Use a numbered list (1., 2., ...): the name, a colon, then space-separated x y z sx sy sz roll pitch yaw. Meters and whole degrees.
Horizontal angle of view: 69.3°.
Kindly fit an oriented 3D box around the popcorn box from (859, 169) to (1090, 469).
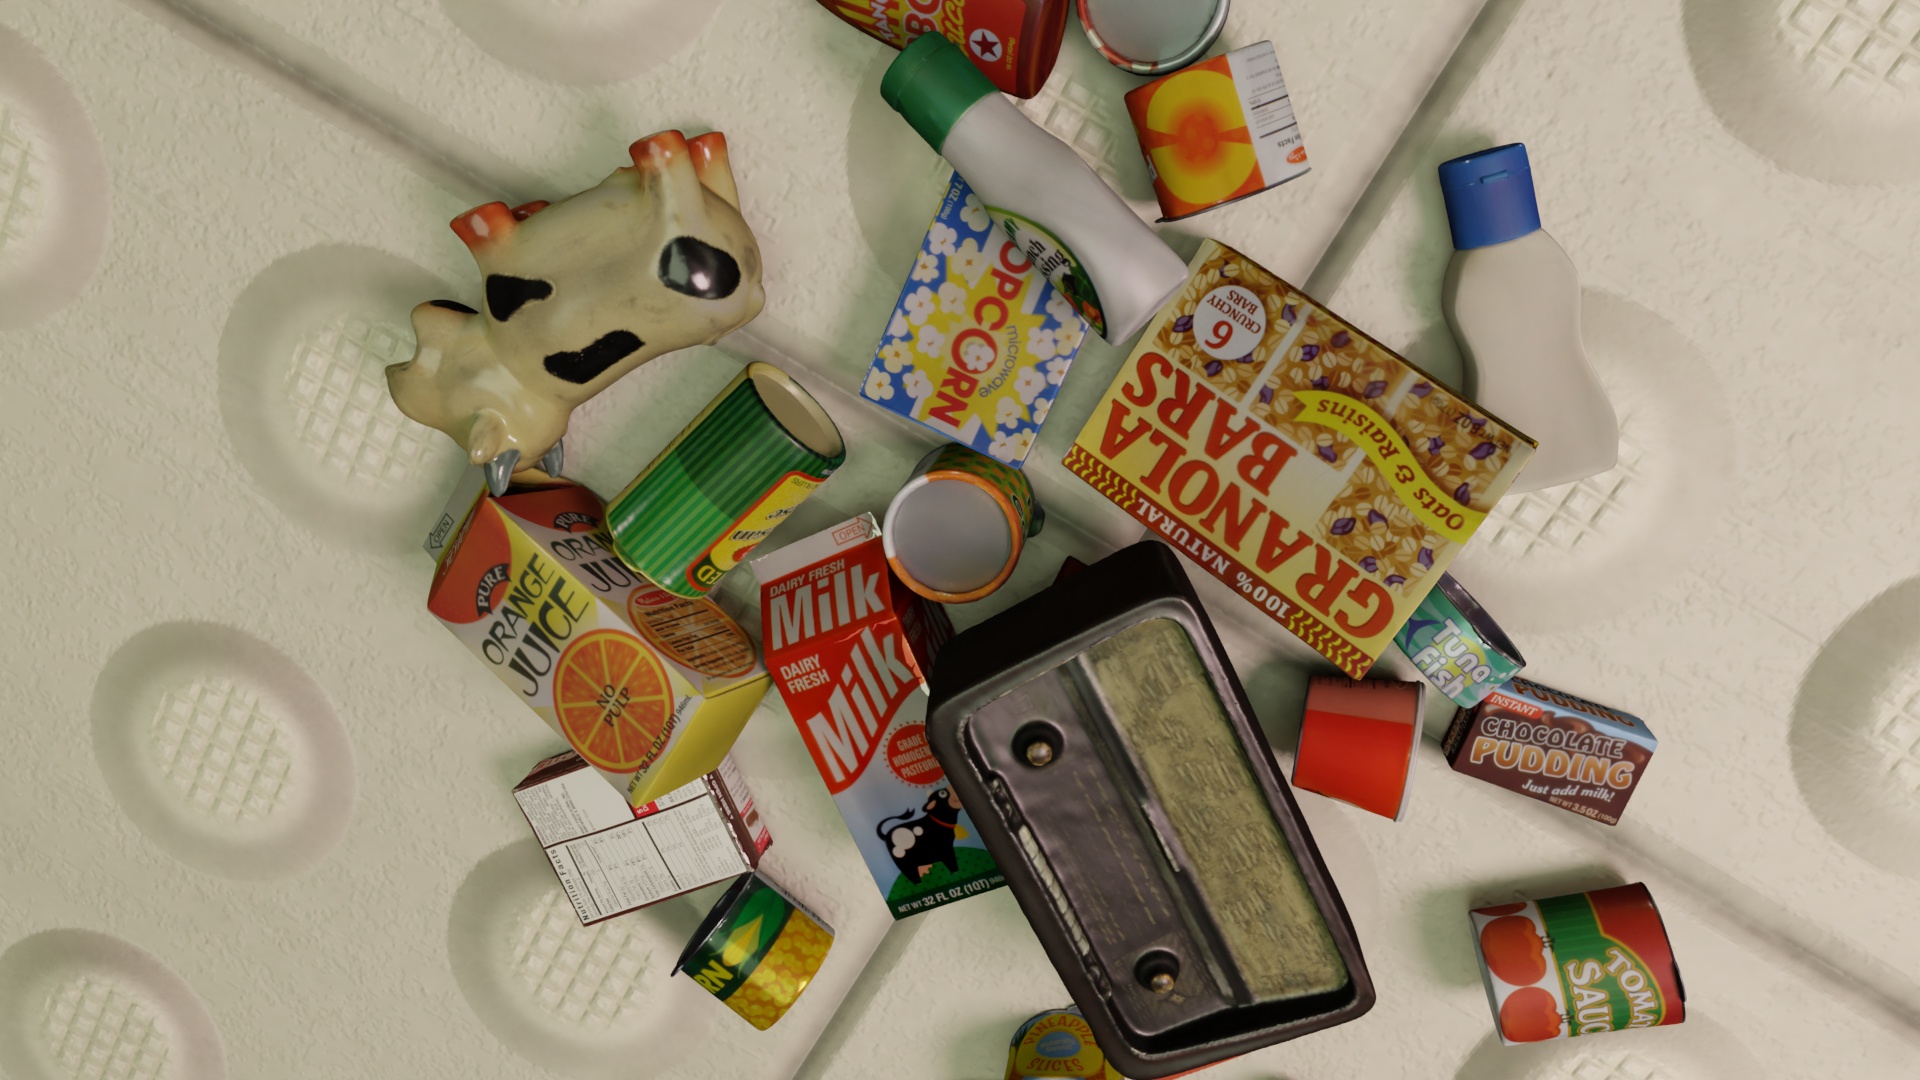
1. popcorn box: 0.017 -0.107 0.644 0.085 0.038 0.126 26 109 2

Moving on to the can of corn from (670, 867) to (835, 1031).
1. can of corn: -0.111 0.221 0.746 0.058 0.071 0.071 39 109 -4

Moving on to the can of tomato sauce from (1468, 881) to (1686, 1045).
1. can of tomato sauce: 0.298 0.208 0.676 0.083 0.071 0.071 -13 104 13

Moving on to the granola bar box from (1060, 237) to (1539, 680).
1. granola bar box: 0.146 -0.038 0.616 0.166 0.039 0.123 38 109 18

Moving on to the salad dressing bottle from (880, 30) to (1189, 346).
1. salad dressing bottle: 0.029 -0.148 0.579 0.044 0.064 0.147 -43 86 -3

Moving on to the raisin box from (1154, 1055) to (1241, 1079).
1. raisin box: 0.134 0.221 0.723 0.123 0.040 0.086 -26 102 14

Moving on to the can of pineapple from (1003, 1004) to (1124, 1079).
1. can of pineapple: 0.055 0.297 0.748 0.071 0.058 0.070 3 107 9

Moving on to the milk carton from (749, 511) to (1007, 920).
1. milk carton: -0.034 0.082 0.690 0.072 0.074 0.190 -22 102 15

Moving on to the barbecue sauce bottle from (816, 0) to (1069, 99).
1. barbecue sauce bottle: -0.028 -0.244 0.601 0.148 0.044 0.064 23 152 9

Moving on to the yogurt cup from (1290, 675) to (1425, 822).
1. yogurt cup: 0.189 0.096 0.664 0.054 0.072 0.072 10 108 15

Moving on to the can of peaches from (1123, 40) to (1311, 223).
1. can of peaches: 0.107 -0.174 0.595 0.071 0.071 0.058 -17 103 14

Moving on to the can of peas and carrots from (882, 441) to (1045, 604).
1. can of peas and carrots: 0.002 -0.008 0.665 0.071 0.059 0.070 3 108 9

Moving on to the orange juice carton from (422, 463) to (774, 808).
1. orange juice carton: -0.189 0.035 0.687 0.193 0.073 0.071 39 110 15

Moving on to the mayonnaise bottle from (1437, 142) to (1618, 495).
1. mayonnaise bottle: 0.243 -0.097 0.609 0.065 0.041 0.147 -14 103 11

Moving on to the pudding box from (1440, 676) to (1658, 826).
1. pudding box: 0.282 0.097 0.666 0.084 0.030 0.049 19 108 3

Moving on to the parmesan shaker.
1. parmesan shaker: -0.113 -0.028 0.671 0.103 0.071 0.071 -42 97 18

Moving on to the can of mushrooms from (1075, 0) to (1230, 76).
1. can of mushrooms: 0.081 -0.236 0.597 0.071 0.033 0.070 3 108 9

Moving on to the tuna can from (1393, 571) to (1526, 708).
1. tuna can: 0.224 0.043 0.638 0.071 0.071 0.032 43 110 -5
